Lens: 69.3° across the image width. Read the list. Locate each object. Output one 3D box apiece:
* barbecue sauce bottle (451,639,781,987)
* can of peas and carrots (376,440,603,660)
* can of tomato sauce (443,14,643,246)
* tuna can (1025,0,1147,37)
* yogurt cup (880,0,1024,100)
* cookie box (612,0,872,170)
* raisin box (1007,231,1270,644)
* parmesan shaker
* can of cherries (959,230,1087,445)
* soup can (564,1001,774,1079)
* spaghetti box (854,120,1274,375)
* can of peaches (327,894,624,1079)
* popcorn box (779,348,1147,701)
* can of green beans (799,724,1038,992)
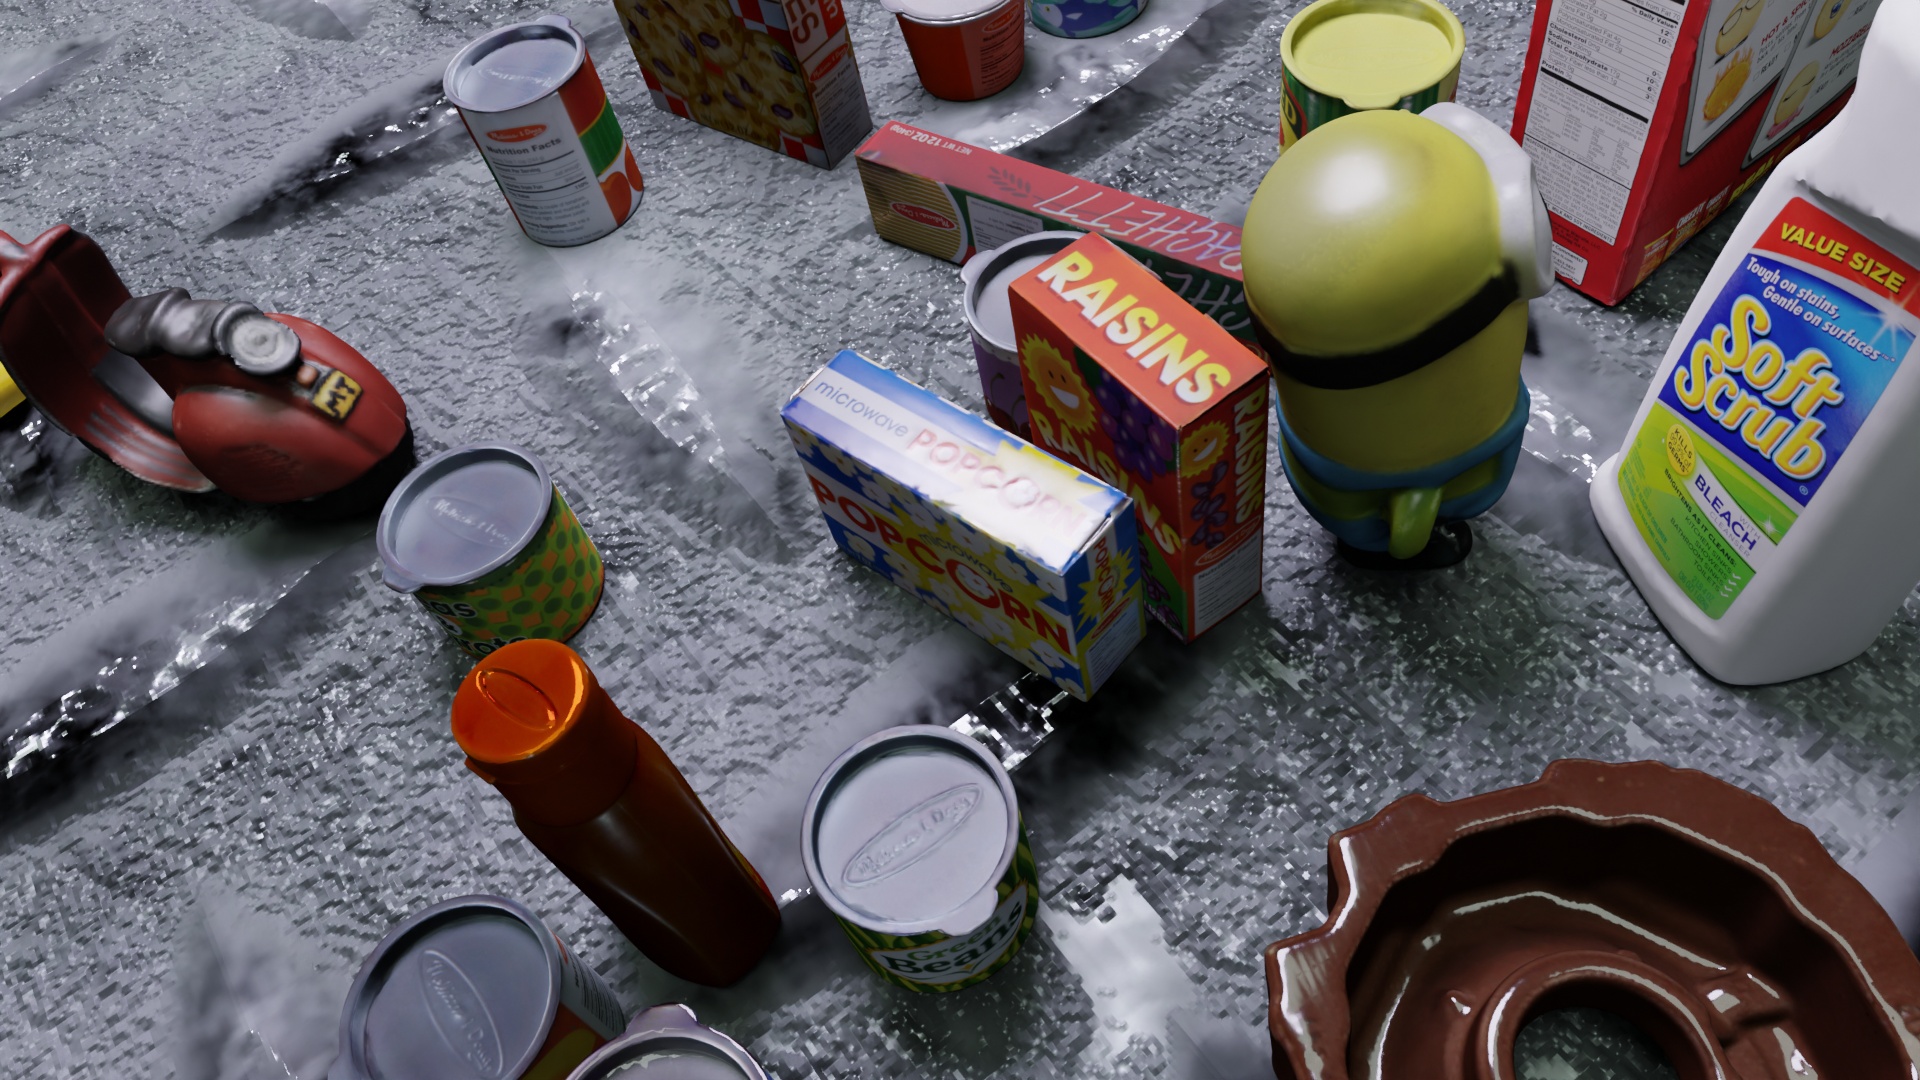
[{"bbox_3d":[-0.099,0.082,0.406,0.065,0.147,0.044,29,65,27],"label":"barbecue sauce bottle"},{"bbox_3d":[-0.179,0.007,0.530,0.071,0.058,0.071,-5,54,7],"label":"can of peas and carrots"},{"bbox_3d":[-0.196,-0.194,0.663,0.071,0.082,0.071,-5,54,7],"label":"can of tomato sauce"},{"bbox_3d":[0.062,-0.291,0.715,0.071,0.032,0.071,-5,54,7],"label":"tuna can"},{"bbox_3d":[0.001,-0.256,0.688,0.072,0.053,0.073,-5,54,7],"label":"yogurt cup"},{"bbox_3d":[-0.115,-0.266,0.647,0.123,0.166,0.040,26,64,26],"label":"cookie box"},{"bbox_3d":[0.062,-0.032,0.472,0.040,0.122,0.086,-34,56,-13],"label":"raisin box"},{"bbox_3d":[0.160,-0.154,0.553,0.071,0.102,0.071,-5,54,7],"label":"parmesan shaker"},{"bbox_3d":[0.036,-0.080,0.552,0.071,0.058,0.072,-5,54,7],"label":"can of cherries"},{"bbox_3d":[-0.069,0.173,0.374,0.071,0.083,0.072,-5,54,7],"label":"soup can"},{"bbox_3d":[0.066,-0.118,0.578,0.250,0.050,0.029,24,63,25],"label":"spaghetti box"},{"bbox_3d":[-0.144,0.151,0.421,0.071,0.057,0.071,-5,54,7],"label":"can of peaches"},{"bbox_3d":[0.002,-0.006,0.489,0.127,0.084,0.038,30,65,28],"label":"popcorn box"},{"bbox_3d":[-0.011,0.100,0.432,0.071,0.057,0.071,-5,54,7],"label":"can of green beans"}]
